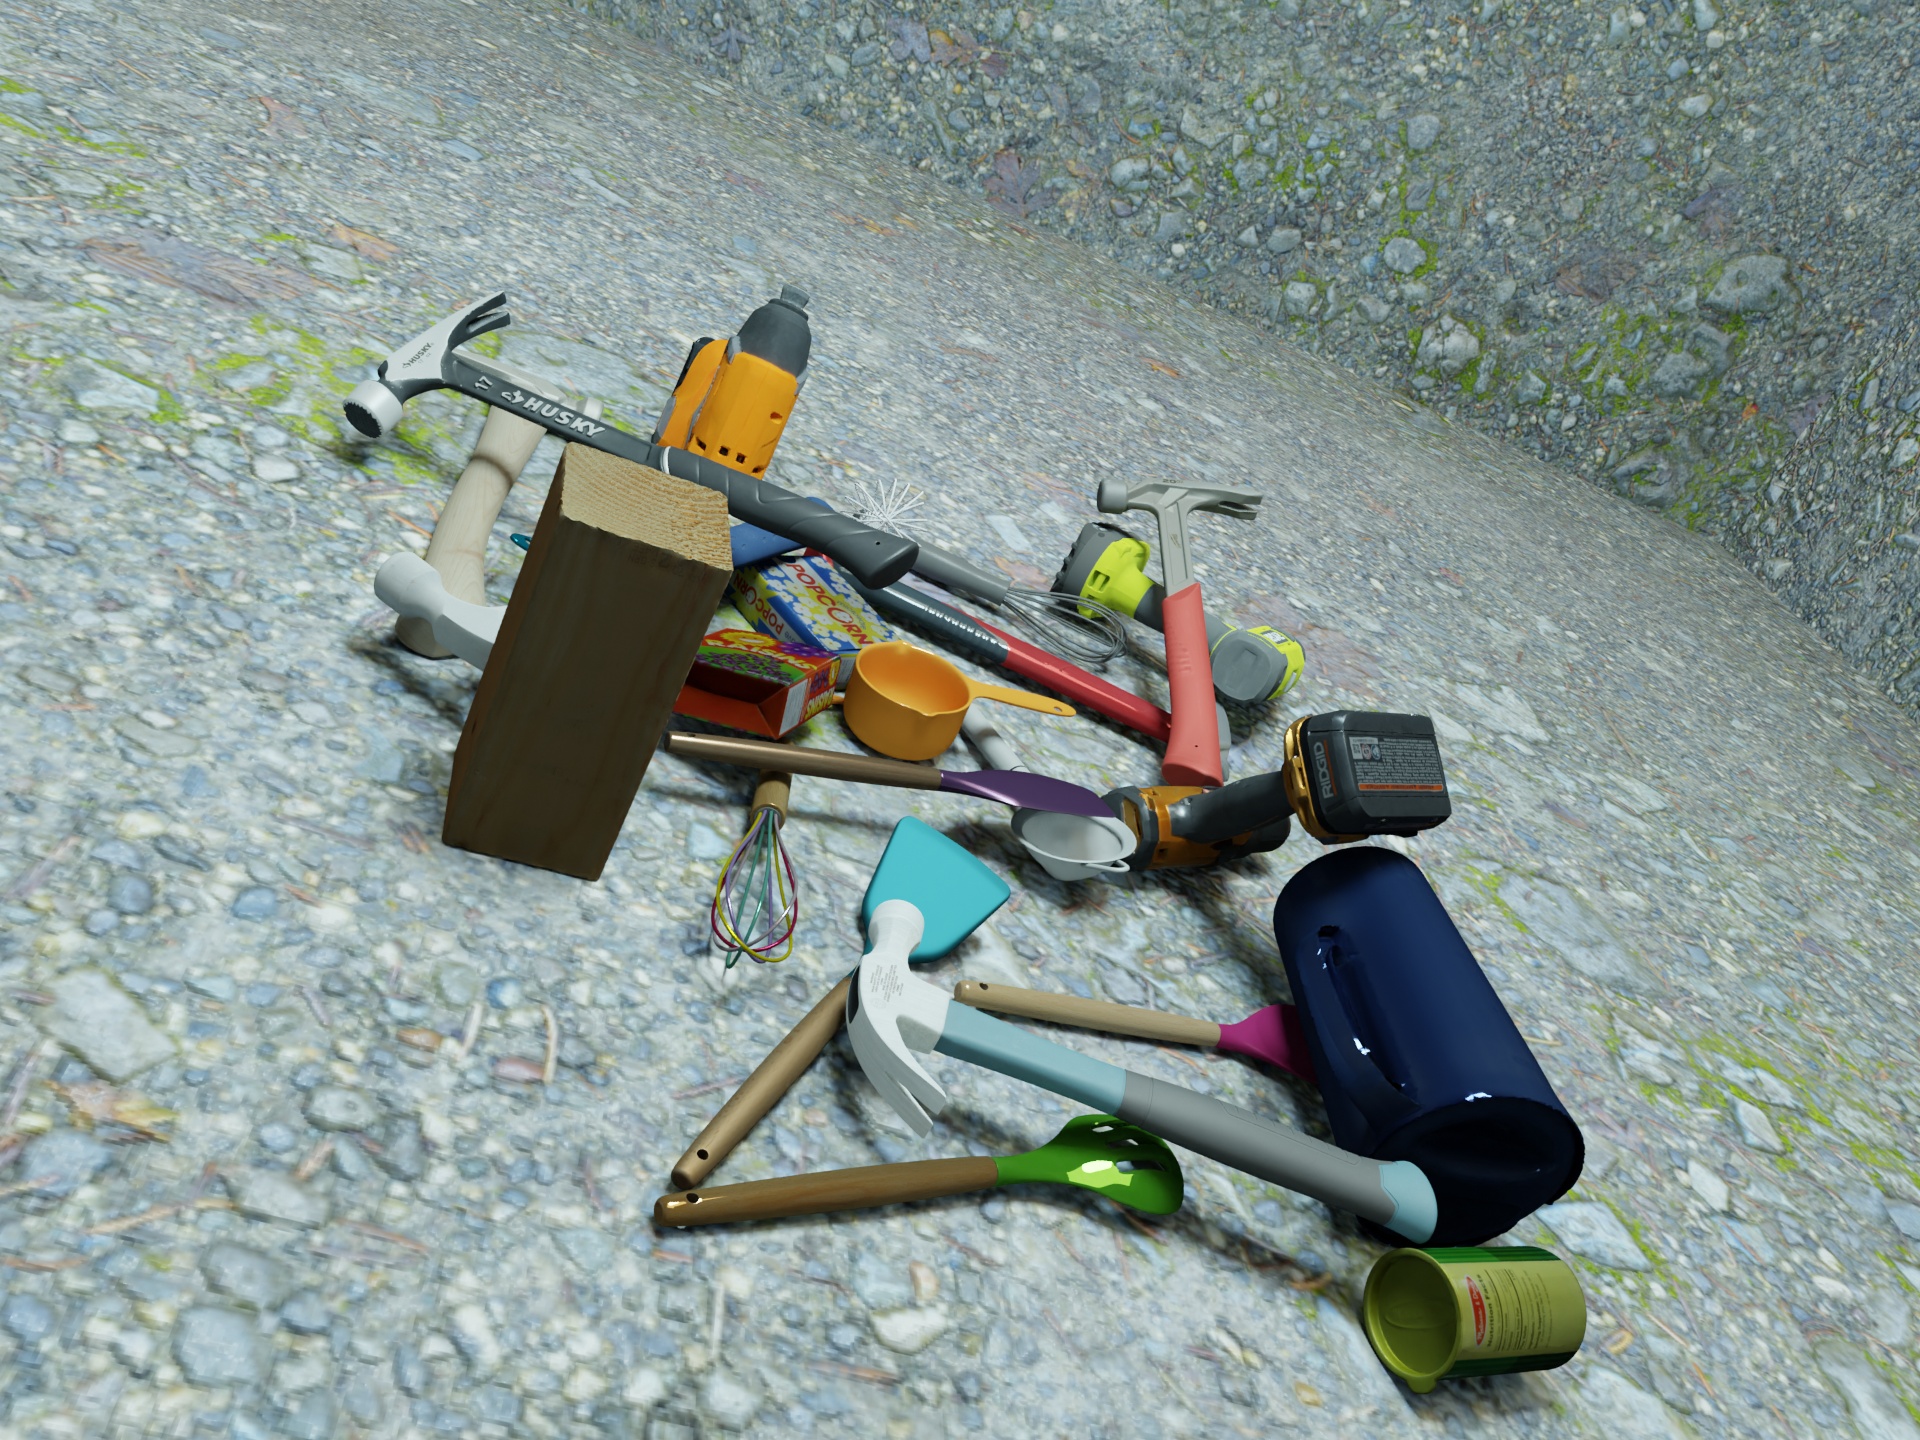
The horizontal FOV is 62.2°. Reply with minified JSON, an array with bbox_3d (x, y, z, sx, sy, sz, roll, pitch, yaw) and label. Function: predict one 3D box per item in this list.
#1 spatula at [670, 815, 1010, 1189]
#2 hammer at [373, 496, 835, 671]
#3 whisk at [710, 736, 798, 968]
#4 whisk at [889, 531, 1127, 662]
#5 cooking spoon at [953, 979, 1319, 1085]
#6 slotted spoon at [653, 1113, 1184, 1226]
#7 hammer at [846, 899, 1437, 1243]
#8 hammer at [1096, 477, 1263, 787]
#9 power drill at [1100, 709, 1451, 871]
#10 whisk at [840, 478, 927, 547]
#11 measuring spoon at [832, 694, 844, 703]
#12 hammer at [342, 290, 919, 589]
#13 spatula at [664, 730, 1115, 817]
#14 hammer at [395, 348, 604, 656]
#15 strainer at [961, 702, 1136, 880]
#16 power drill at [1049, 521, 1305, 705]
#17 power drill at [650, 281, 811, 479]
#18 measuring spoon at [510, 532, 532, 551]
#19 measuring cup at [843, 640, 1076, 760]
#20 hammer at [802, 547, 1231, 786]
[{"bbox_3d":[-0.065,0.147,0.850,0.082,0.044,0.317,36,29,6],"label":"spatula"},{"bbox_3d":[-0.196,-0.098,1.079,0.144,0.035,0.405,35,28,14],"label":"hammer"},{"bbox_3d":[-0.114,0.072,0.940,0.047,0.051,0.245,13,24,-7],"label":"whisk"},{"bbox_3d":[0.038,-0.111,1.394,0.239,0.055,0.055,24,27,1],"label":"whisk"},{"bbox_3d":[0.137,0.192,0.990,0.318,0.017,0.069,15,36,-26],"label":"cooking spoon"},{"bbox_3d":[-0.005,0.227,0.788,0.313,0.031,0.070,5,30,-35],"label":"slotted spoon"},{"bbox_3d":[0.096,0.199,0.837,0.331,0.033,0.128,22,35,-4],"label":"hammer"},{"bbox_3d":[0.196,-0.078,1.328,0.149,0.036,0.359,5,47,-4],"label":"hammer"},{"bbox_3d":[0.227,0.058,1.114,0.185,0.226,0.084,3,73,-41],"label":"power drill"},{"bbox_3d":[-0.068,-0.157,1.276,0.070,0.070,0.285,24,2,-9],"label":"whisk"},{"bbox_3d":[-0.125,-0.013,1.111,0.021,0.011,0.116,26,16,40],"label":"measuring spoon"},{"bbox_3d":[-0.216,-0.186,1.102,0.409,0.036,0.149,24,56,12],"label":"hammer"},{"bbox_3d":[-0.039,0.034,1.023,0.315,0.018,0.060,9,21,-29],"label":"spatula"},{"bbox_3d":[-0.350,-0.166,1.132,0.146,0.038,0.411,19,29,-16],"label":"hammer"},{"bbox_3d":[0.046,0.048,1.132,0.086,0.050,0.259,-4,34,-28],"label":"strainer"},{"bbox_3d":[0.212,-0.094,1.467,0.229,0.080,0.190,33,18,17],"label":"power drill"},{"bbox_3d":[-0.173,-0.253,1.239,0.084,0.164,0.227,23,1,-19],"label":"power drill"},{"bbox_3d":[-0.259,-0.114,1.104,0.042,0.021,0.128,52,17,29],"label":"measuring spoon"},{"bbox_3d":[-0.002,-0.004,1.148,0.173,0.052,0.095,11,32,-23],"label":"measuring cup"},{"bbox_3d":[0.048,-0.060,1.323,0.386,0.038,0.143,26,26,-6],"label":"hammer"}]
